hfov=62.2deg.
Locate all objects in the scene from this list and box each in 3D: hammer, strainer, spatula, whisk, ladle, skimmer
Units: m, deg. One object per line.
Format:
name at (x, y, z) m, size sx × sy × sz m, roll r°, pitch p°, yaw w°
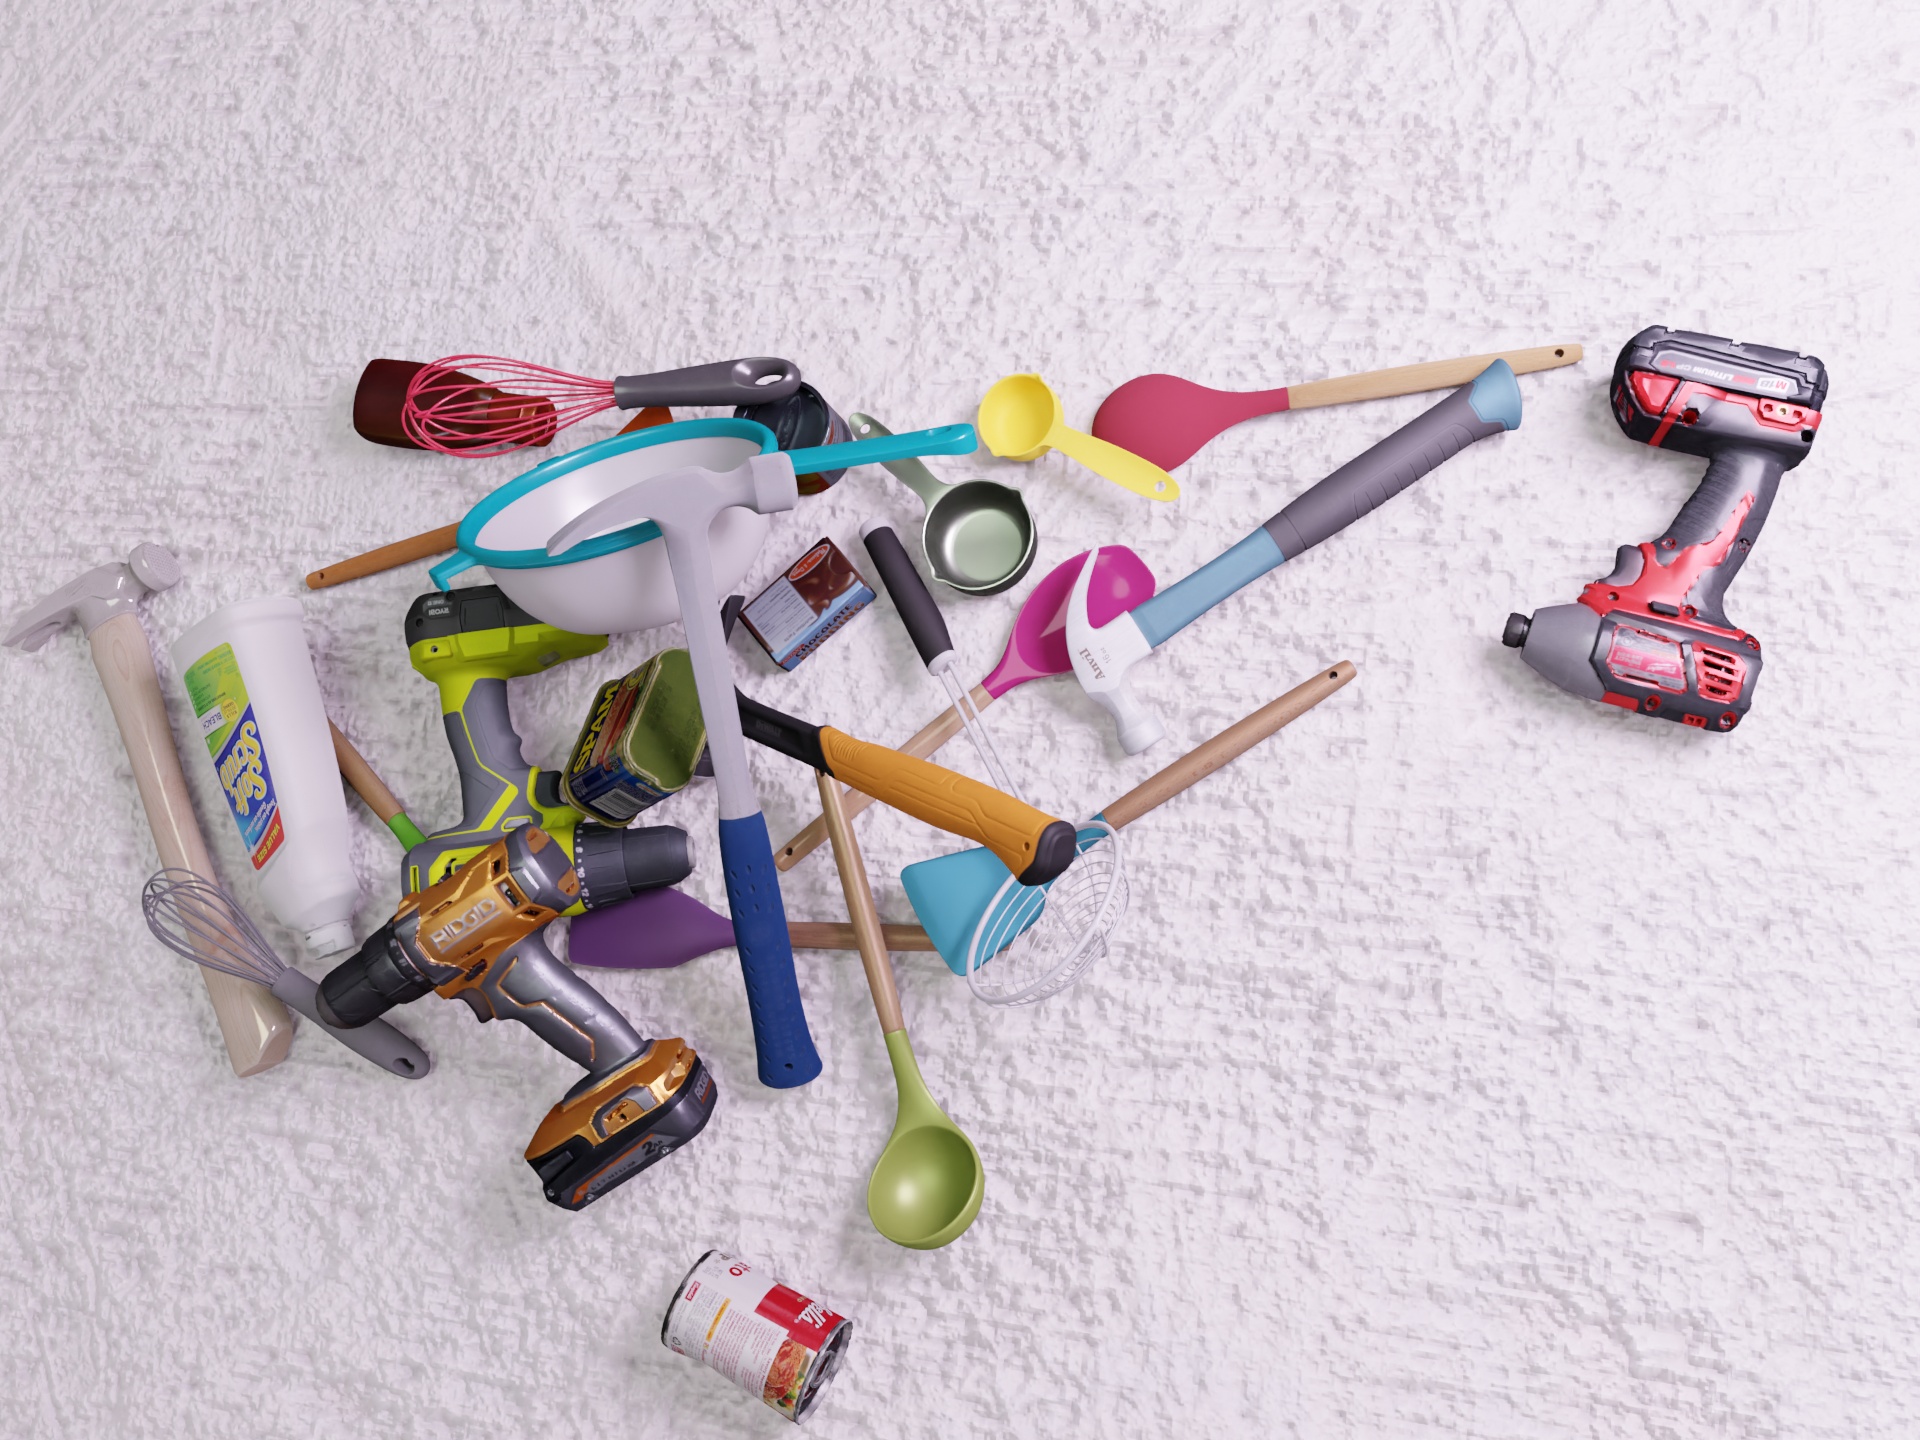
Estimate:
hammer at (-0.061, 0.019, 0.983) m, size 0.337 × 0.034 × 0.127 m, roll 21°, pitch 105°, yaw 40°
strainer at (-0.147, -0.121, 1.015) m, size 0.340 × 0.211 × 0.095 m, roll -7°, pitch 119°, yaw 14°
spatula at (-0.119, 0.141, 1.068) m, size 0.316 × 0.018 × 0.060 m, roll 0°, pitch 76°, yaw 15°
whisk at (-0.472, 0.180, 1.113) m, size 0.239 × 0.055 × 0.055 m, roll 33°, pitch 90°, yaw -1°
hammer at (-0.142, 0.047, 0.968) m, size 0.144 × 0.035 × 0.405 m, roll -12°, pitch 112°, yaw -10°
whisk at (-0.251, -0.224, 1.092) m, size 0.296 × 0.073 × 0.073 m, roll -2°, pitch 80°, yaw 12°
hammer at (0.211, -0.119, 1.011) m, size 0.331 × 0.033 × 0.128 m, roll -33°, pitch 88°, yaw 6°
ladle at (0.240, -0.212, 1.035) m, size 0.315 × 0.031 × 0.069 m, roll -8°, pitch 85°, yaw 11°
skimmer at (-0.003, 0.008, 0.995) m, size 0.127 × 0.090 × 0.364 m, roll -40°, pitch 62°, yaw 26°
spatula at (-0.341, -0.147, 1.158) m, size 0.322 × 0.041 × 0.081 m, roll -16°, pitch 85°, yaw 12°
hammer at (-0.596, 0.074, 1.187) m, size 0.146 × 0.038 × 0.411 m, roll -28°, pitch 76°, yaw 9°
ladle at (-0.053, 0.173, 1.012) m, size 0.078 × 0.062 × 0.320 m, roll -18°, pitch 82°, yaw 17°
spatula at (0.114, 0.050, 1.012) m, size 0.317 × 0.044 × 0.082 m, roll -33°, pitch 68°, yaw 5°

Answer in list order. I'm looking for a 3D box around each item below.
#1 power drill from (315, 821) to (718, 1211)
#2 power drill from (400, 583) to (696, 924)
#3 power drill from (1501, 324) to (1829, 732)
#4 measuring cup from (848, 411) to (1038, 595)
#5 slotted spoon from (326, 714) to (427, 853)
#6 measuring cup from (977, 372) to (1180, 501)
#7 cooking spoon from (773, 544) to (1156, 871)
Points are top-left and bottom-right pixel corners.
power drill at (-0.288, 0.203, 1.026) m, size 0.185 × 0.084 × 0.226 m, roll -33°, pitch 99°, yaw 6°
power drill at (-0.287, 0.024, 1.092) m, size 0.190 × 0.080 × 0.229 m, roll -8°, pitch 80°, yaw -4°
power drill at (0.419, -0.113, 0.950) m, size 0.143 × 0.078 × 0.220 m, roll 16°, pitch 88°, yaw 16°
measuring cup at (-0.015, -0.151, 1.082) m, size 0.083 × 0.038 × 0.168 m, roll -46°, pitch 72°, yaw 3°
slotted spoon at (-0.425, 0.056, 1.153) m, size 0.070 × 0.031 × 0.314 m, roll -47°, pitch 72°, yaw 5°
measuring cup at (0.082, -0.180, 1.058) m, size 0.157 × 0.029 × 0.062 m, roll 31°, pitch 97°, yaw 22°
cooking spoon at (-0.002, -0.003, 1.063) m, size 0.319 × 0.017 × 0.069 m, roll -40°, pitch 76°, yaw 4°
